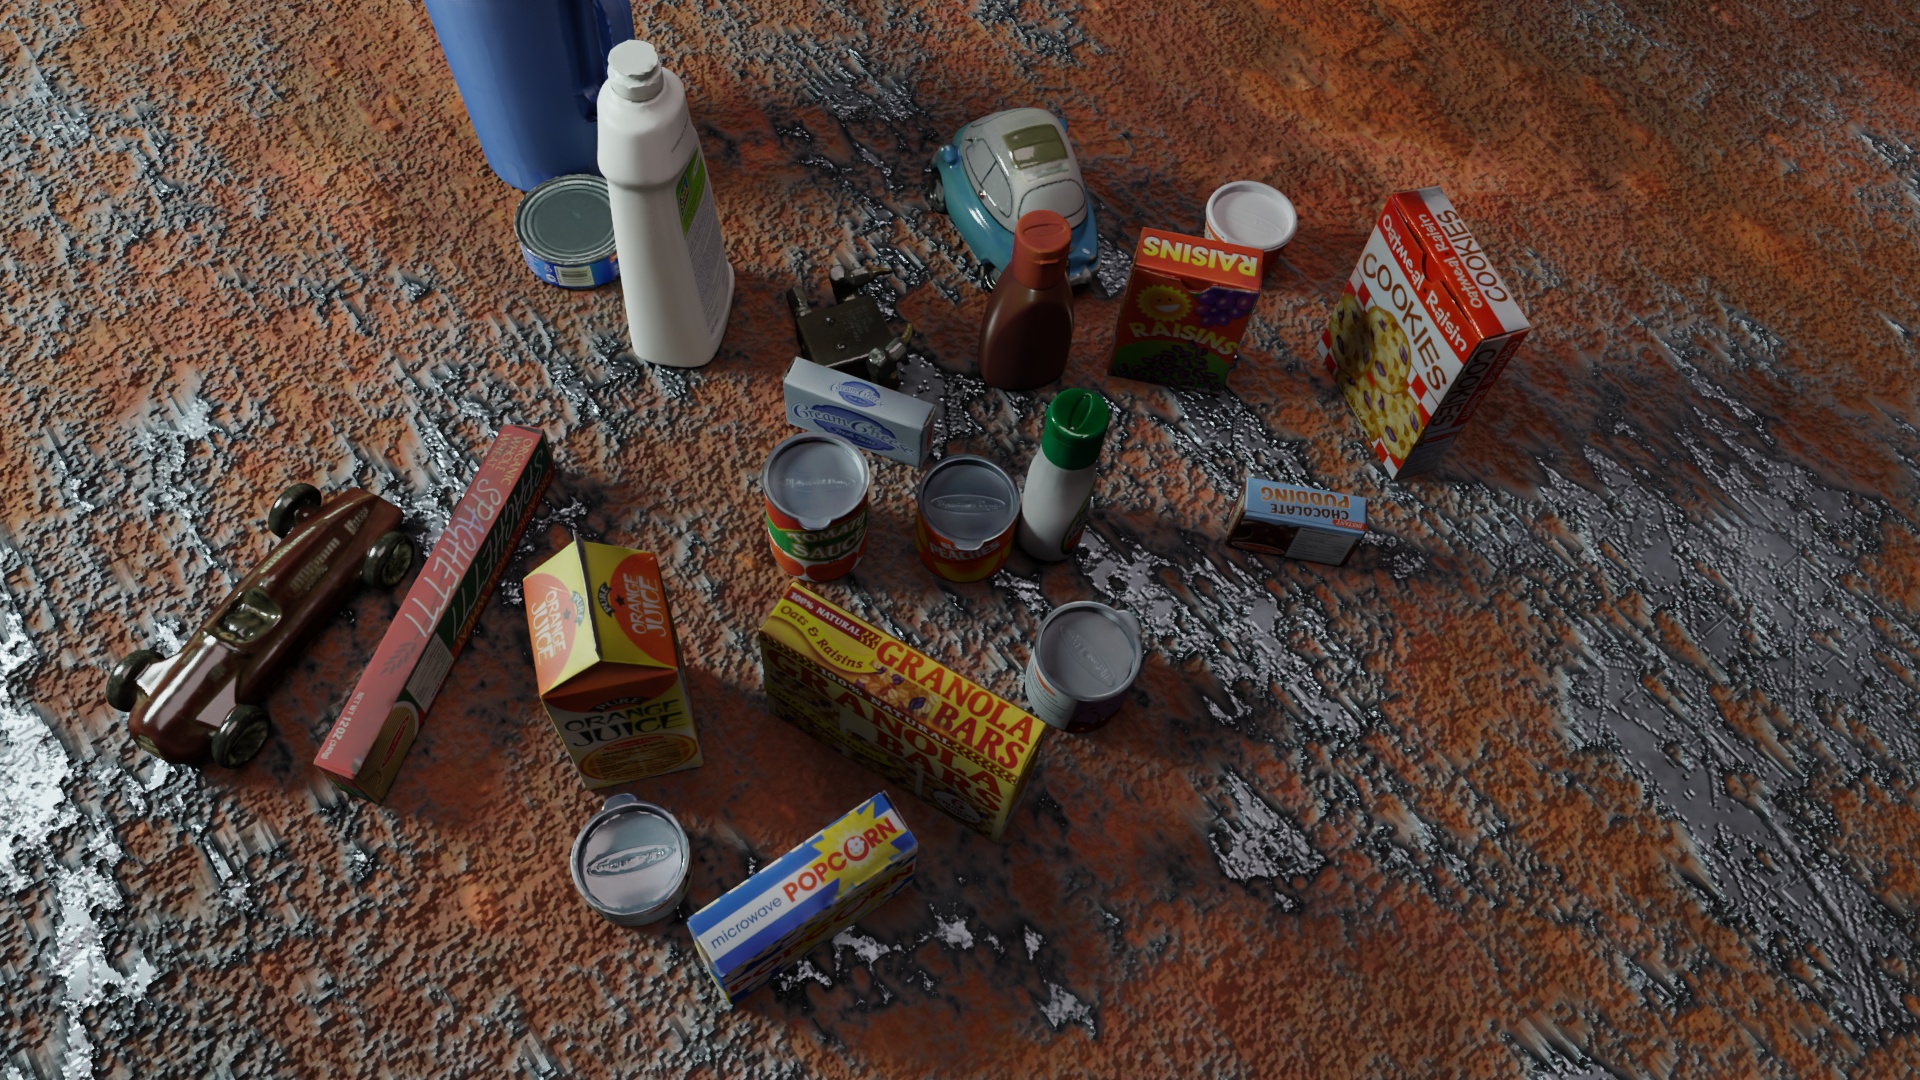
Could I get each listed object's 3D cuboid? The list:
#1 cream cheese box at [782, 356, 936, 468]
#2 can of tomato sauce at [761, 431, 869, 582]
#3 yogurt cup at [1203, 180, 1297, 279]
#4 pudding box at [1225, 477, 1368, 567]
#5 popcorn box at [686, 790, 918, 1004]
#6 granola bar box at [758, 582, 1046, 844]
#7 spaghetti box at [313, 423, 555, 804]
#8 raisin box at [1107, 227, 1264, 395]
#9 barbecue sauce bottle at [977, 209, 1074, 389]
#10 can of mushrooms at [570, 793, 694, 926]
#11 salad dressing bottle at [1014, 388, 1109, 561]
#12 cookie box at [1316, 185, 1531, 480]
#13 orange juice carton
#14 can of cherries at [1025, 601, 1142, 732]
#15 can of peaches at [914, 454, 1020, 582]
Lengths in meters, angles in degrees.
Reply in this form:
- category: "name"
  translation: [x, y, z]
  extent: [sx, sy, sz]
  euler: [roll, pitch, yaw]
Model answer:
- category: "cream cheese box"
  translation: [-0.069, -0.086, 0.949]
  extent: [0.104, 0.053, 0.024]
  euler: [20, 62, 7]
- category: "can of tomato sauce"
  translation: [-0.091, -0.018, 0.892]
  extent: [0.071, 0.082, 0.071]
  euler: [2, 61, -3]
- category: "yogurt cup"
  translation: [0.215, -0.229, 1.051]
  extent: [0.072, 0.053, 0.073]
  euler: [2, 61, -3]
- category: "pudding box"
  translation: [0.225, -0.012, 0.932]
  extent: [0.084, 0.049, 0.030]
  euler: [10, 61, 1]
- category: "popcorn box"
  translation: [-0.086, 0.199, 0.770]
  extent: [0.127, 0.084, 0.038]
  euler: [-31, 68, -19]
- category: "granola bar box"
  translation: [-0.035, 0.102, 0.806]
  extent: [0.166, 0.123, 0.039]
  euler: [28, 63, 11]
- category: "spaghetti box"
  translation: [-0.319, 0.039, 0.862]
  extent: [0.029, 0.050, 0.251]
  euler: [16, 61, 5]
- category: "raisin box"
  translation: [0.154, -0.157, 0.966]
  extent: [0.086, 0.122, 0.040]
  euler: [12, 61, 2]
- category: "barbecue sauce bottle"
  translation: [0.048, -0.161, 0.946]
  extent: [0.065, 0.147, 0.044]
  euler: [-9, 62, -9]
- category: "can of mushrooms"
  translation: [-0.188, 0.184, 0.800]
  extent: [0.071, 0.033, 0.071]
  euler: [2, 61, -3]
- category: "salad dressing bottle"
  translation: [0.065, -0.040, 0.880]
  extent: [0.044, 0.147, 0.064]
  euler: [24, 62, 9]
- category: "cookie box"
  translation: [0.307, -0.137, 0.941]
  extent: [0.040, 0.166, 0.123]
  euler: [-15, 63, -12]
- category: "orange juice carton"
  translation: [-0.193, 0.069, 0.773]
  extent: [0.073, 0.191, 0.072]
  euler: [-12, 63, -10]
- category: "can of cherries"
  translation: [0.078, 0.079, 0.865]
  extent: [0.071, 0.058, 0.072]
  euler: [2, 61, -3]
- category: "can of peaches"
  translation: [0.003, -0.011, 0.910]
  extent: [0.071, 0.057, 0.071]
  euler: [2, 61, -3]
